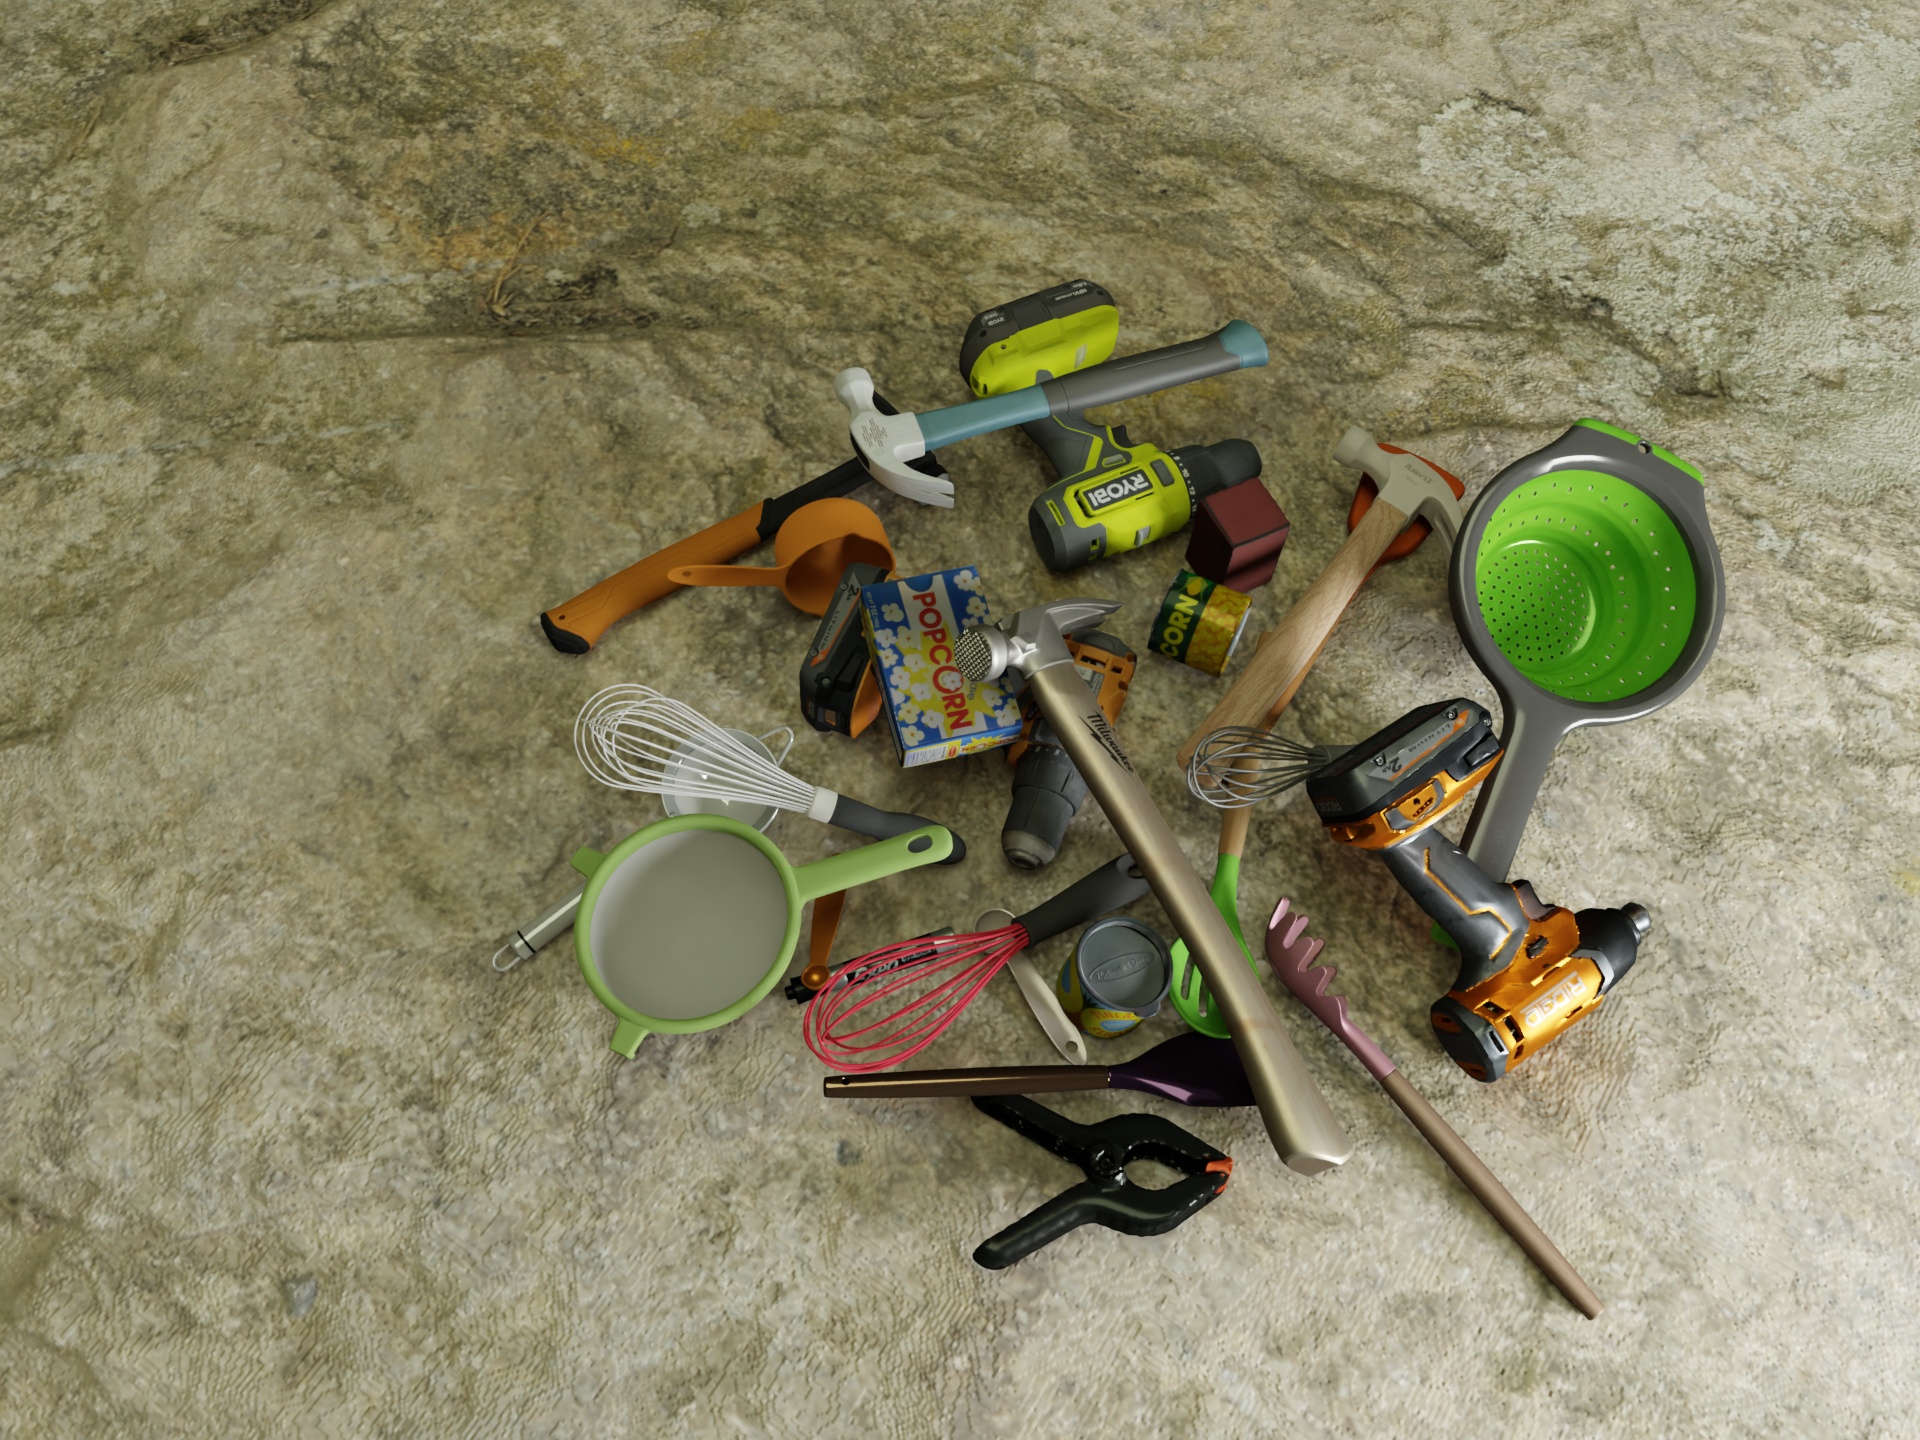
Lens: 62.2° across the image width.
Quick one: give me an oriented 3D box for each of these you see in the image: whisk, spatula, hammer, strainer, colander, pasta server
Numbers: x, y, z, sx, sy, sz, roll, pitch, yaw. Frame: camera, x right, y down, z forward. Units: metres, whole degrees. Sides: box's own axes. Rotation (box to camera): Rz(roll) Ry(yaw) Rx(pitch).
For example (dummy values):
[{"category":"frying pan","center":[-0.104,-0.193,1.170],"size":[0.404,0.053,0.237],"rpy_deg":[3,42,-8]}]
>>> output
[{"category":"whisk","center":[0.251,0.031,1.105],"size":[0.238,0.055,0.055],"rpy_deg":[0,57,-31]},{"category":"spatula","center":[0.069,0.229,1.028],"size":[0.316,0.018,0.060],"rpy_deg":[0,46,-11]},{"category":"hammer","center":[0.145,0.101,1.051],"size":[0.146,0.038,0.411],"rpy_deg":[-17,73,-43]},{"category":"strainer","center":[-0.220,0.090,1.113],"size":[0.258,0.050,0.087],"rpy_deg":[-38,80,-13]},{"category":"hammer","center":[0.077,-0.252,1.228],"size":[0.331,0.033,0.128],"rpy_deg":[-16,67,-7]},{"category":"hammer","center":[0.263,-0.078,1.170],"size":[0.130,0.031,0.331],"rpy_deg":[35,66,11]},{"category":"strainer","center":[-0.126,0.127,1.069],"size":[0.256,0.069,0.152],"rpy_deg":[-17,63,-5]},{"category":"colander","center":[0.411,-0.020,1.160],"size":[0.204,0.094,0.397],"rpy_deg":[25,81,-4]},{"category":"spatula","center":[0.280,-0.079,1.212],"size":[0.081,0.041,0.323],"rpy_deg":[30,66,13]},{"category":"whisk","center":[-0.126,0.048,1.090],"size":[0.284,0.070,0.070],"rpy_deg":[21,60,-15]},{"category":"hammer","center":[-0.179,-0.153,1.253],"size":[0.337,0.034,0.127],"rpy_deg":[-31,66,-17]},{"category":"whisk","center":[0.025,0.149,1.052],"size":[0.296,0.073,0.073],"rpy_deg":[-23,63,-29]},{"category":"pasta server","center":[0.302,0.247,1.030],"size":[0.040,0.060,0.316],"rpy_deg":[-43,70,9]}]

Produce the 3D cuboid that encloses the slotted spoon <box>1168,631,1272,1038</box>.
[{"category":"slotted spoon","center":[0.195,0.074,1.120],"size":[0.070,0.031,0.314],"rpy_deg":[18,65,-7]}]

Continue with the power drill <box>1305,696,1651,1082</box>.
[{"category":"power drill","center":[0.349,0.101,1.051],"size":[0.164,0.084,0.226],"rpy_deg":[-31,91,-12]}]

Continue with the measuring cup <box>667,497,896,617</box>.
[{"category":"measuring cup","center":[-0.137,-0.126,1.193],"size":[0.173,0.095,0.052],"rpy_deg":[-2,53,-21]}]

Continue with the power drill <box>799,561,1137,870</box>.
[{"category":"power drill","center":[-0.002,-0.004,1.148],"size":[0.226,0.084,0.185],"rpy_deg":[19,64,5]}]

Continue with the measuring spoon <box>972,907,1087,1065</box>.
[{"category":"measuring spoon","center":[0.048,0.183,1.080],"size":[0.034,0.018,0.124],"rpy_deg":[-26,70,-24]}]

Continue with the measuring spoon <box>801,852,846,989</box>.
[{"category":"measuring spoon","center":[-0.091,0.138,1.092],"size":[0.021,0.011,0.117],"rpy_deg":[-2,44,9]}]

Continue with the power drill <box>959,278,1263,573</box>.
[{"category":"power drill","center":[0.116,-0.241,1.282],"size":[0.190,0.080,0.229],"rpy_deg":[-22,66,-11]}]
